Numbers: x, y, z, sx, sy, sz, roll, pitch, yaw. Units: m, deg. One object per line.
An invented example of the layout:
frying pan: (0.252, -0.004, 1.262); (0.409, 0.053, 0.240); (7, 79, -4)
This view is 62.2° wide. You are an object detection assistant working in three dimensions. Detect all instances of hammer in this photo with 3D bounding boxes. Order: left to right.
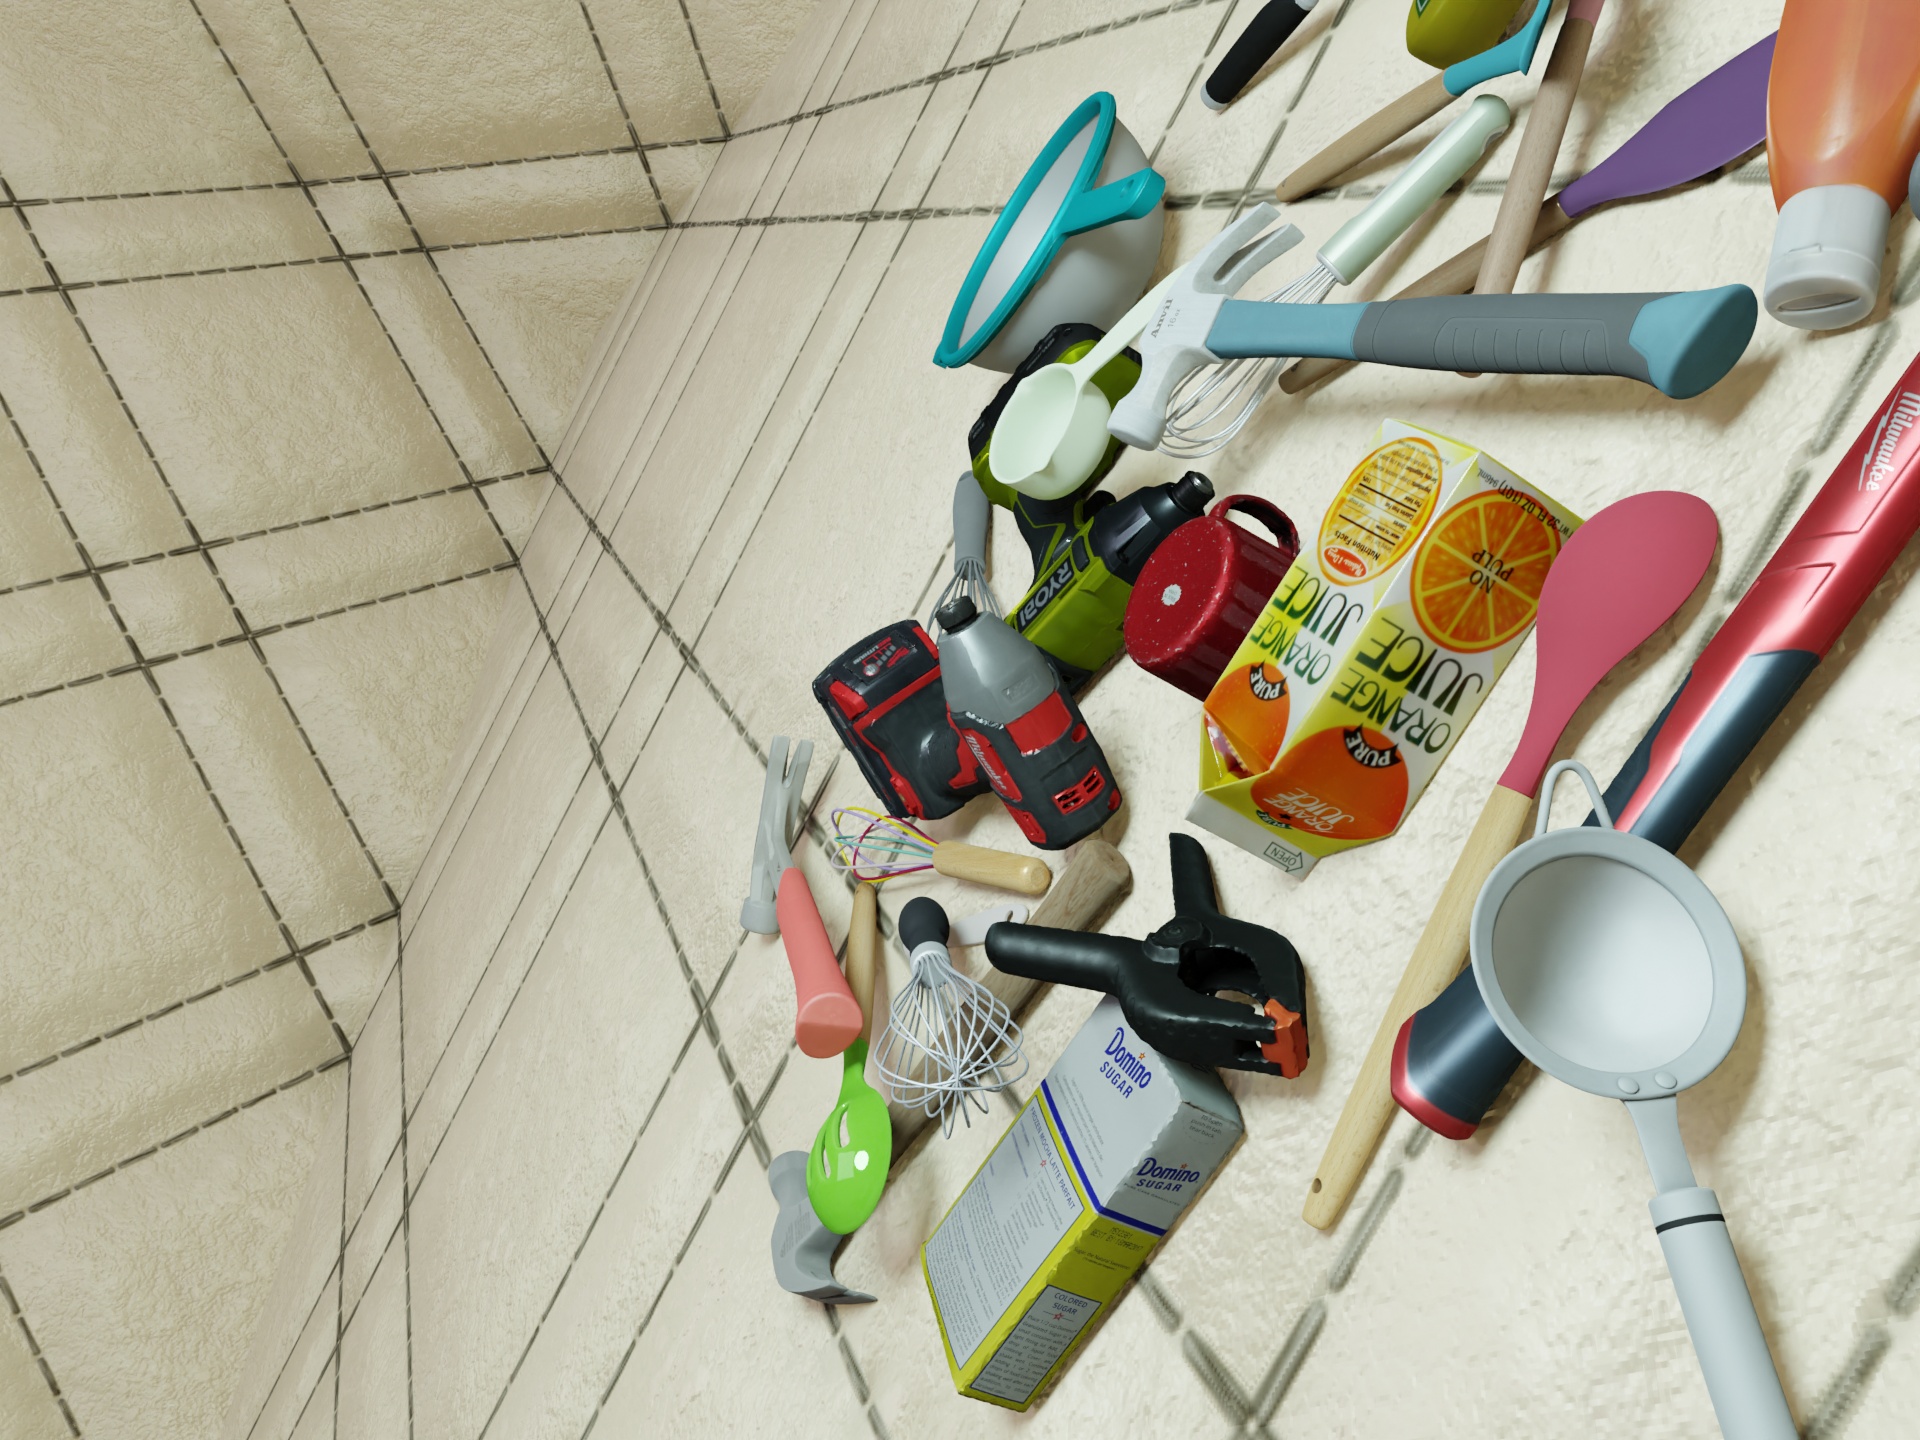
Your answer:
hammer: (-0.104, 0.117, 1.032); (0.359, 0.036, 0.149); (-136, 56, -74)
hammer: (-0.011, 0.198, 0.881); (0.331, 0.031, 0.130); (-54, 26, 21)
hammer: (0.194, -0.173, 0.714); (0.331, 0.033, 0.128); (22, 88, 56)
hammer: (0.270, -0.013, 0.518); (0.386, 0.038, 0.143); (-59, 27, 12)

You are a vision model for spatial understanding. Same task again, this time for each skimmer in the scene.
skimmer: (0.267, -0.464, 0.959); (0.363, 0.090, 0.127); (150, 136, -66)

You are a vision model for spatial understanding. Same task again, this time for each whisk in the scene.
whisk: (-0.018, 0.087, 0.993); (0.245, 0.051, 0.047); (3, 78, 59)
whisk: (-0.014, 0.137, 0.822); (0.070, 0.070, 0.285); (-62, 9, 6)
whisk: (0.005, -0.106, 1.123); (0.055, 0.055, 0.239); (-47, 26, 34)
whisk: (0.190, -0.234, 0.843); (0.246, 0.059, 0.058); (-44, -10, 16)

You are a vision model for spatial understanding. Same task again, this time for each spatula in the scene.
spatula: (0.234, -0.329, 0.826); (0.317, 0.044, 0.082); (179, 109, -74)
spatula: (0.265, -0.228, 0.752); (0.316, 0.018, 0.060); (-27, 44, 52)

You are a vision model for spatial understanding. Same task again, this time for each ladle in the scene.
ladle: (0.201, 0.051, 0.609); (0.315, 0.031, 0.069); (-66, 24, 2)

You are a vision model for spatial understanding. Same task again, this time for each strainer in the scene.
strainer: (0.093, -0.307, 1.046); (0.211, 0.095, 0.340); (-61, 18, 3)
strainer: (0.206, 0.136, 0.464); (0.050, 0.087, 0.259); (96, 169, -60)

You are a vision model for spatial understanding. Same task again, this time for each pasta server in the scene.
pasta server: (0.285, -0.295, 0.740); (0.060, 0.040, 0.316); (-4, 62, 62)

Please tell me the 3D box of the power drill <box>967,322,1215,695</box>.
power drill: (0.077, -0.137, 0.974); (0.171, 0.080, 0.223); (-47, 33, 33)

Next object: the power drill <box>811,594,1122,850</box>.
power drill: (-0.001, -0.003, 0.913); (0.078, 0.143, 0.220); (-35, 14, -18)

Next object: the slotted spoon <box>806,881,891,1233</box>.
slotted spoon: (-0.063, 0.180, 0.943); (0.070, 0.031, 0.314); (-52, 16, 19)

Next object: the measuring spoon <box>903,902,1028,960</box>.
measuring spoon: (-0.001, 0.123, 0.946); (0.124, 0.018, 0.034); (-25, 45, 53)

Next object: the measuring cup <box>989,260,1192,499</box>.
measuring cup: (0.084, -0.190, 0.898); (0.167, 0.038, 0.083); (-42, 39, 29)
